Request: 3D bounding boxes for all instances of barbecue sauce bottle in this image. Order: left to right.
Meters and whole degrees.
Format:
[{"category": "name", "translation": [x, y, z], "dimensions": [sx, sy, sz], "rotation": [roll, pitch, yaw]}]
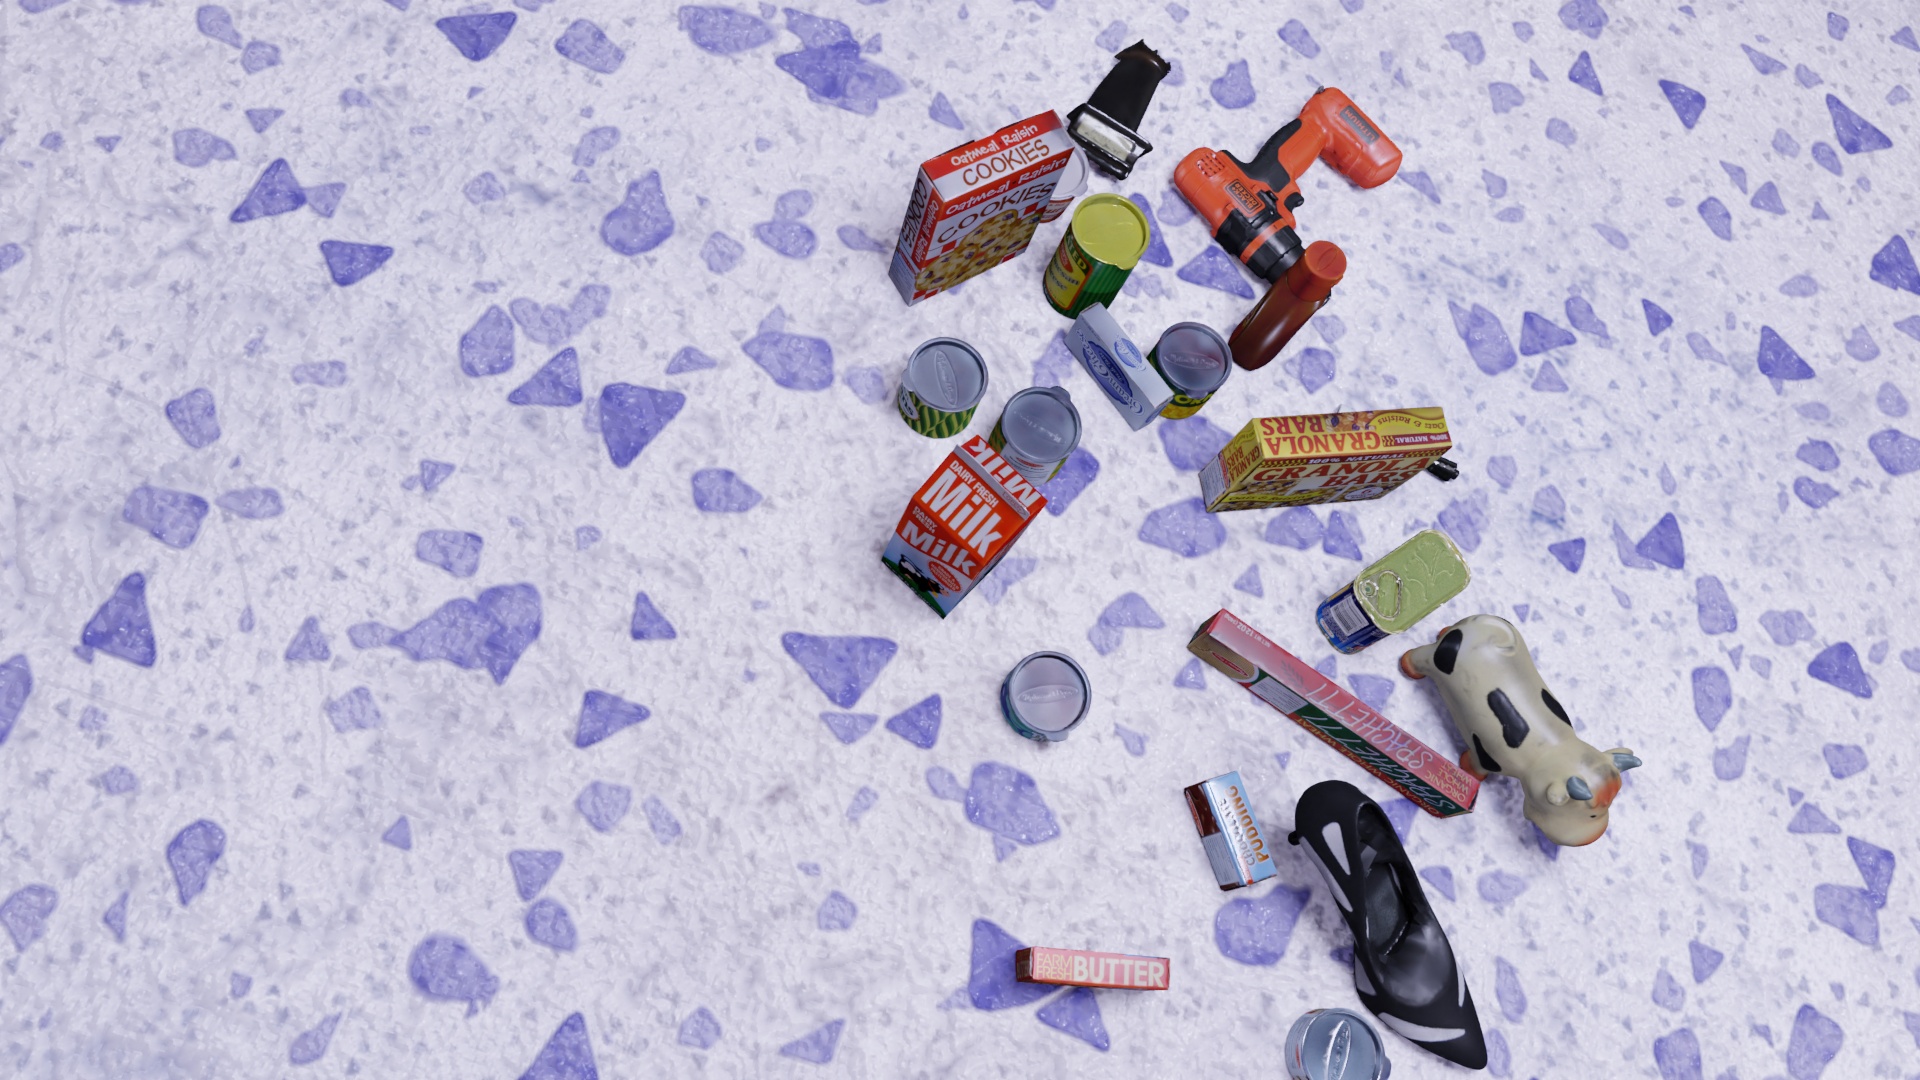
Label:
[{"category": "barbecue sauce bottle", "translation": [0.276, -0.199, 1.167], "dimensions": [0.044, 0.148, 0.065], "rotation": [42, 68, 4]}]

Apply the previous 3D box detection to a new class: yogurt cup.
[{"category": "yogurt cup", "translation": [0.073, -0.315, 1.216], "dimensions": [0.072, 0.053, 0.072], "rotation": [4, 70, -11]}]

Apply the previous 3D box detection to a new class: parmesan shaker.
[{"category": "parmesan shaker", "translation": [0.113, -0.234, 1.170], "dimensions": [0.071, 0.102, 0.071], "rotation": [4, 71, -11]}]

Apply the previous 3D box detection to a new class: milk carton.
[{"category": "milk carton", "translation": [0.004, -0.013, 1.021], "dimensions": [0.072, 0.190, 0.074], "rotation": [43, 69, 5]}]

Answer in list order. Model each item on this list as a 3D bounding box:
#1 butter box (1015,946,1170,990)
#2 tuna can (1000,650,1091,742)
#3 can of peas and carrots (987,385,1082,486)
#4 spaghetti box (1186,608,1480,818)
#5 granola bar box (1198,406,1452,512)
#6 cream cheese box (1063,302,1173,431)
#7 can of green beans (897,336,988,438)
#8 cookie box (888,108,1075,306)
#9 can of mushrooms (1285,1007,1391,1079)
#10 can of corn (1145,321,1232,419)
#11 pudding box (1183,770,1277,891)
[{"category": "butter box", "translation": [0.094, 0.309, 1.001], "dimensions": [0.103, 0.053, 0.024], "rotation": [7, 70, -9]}, {"category": "tuna can", "translation": [0.066, 0.123, 1.071], "dimensions": [0.071, 0.032, 0.071], "rotation": [4, 70, -11]}, {"category": "can of peas and carrots", "translation": [0.060, -0.085, 1.130], "dimensions": [0.071, 0.058, 0.071], "rotation": [4, 70, -11]}, {"category": "spaghetti box", "translation": [0.296, 0.139, 1.105], "dimensions": [0.250, 0.050, 0.029], "rotation": [34, 68, 1]}, {"category": "granola bar box", "translation": [0.296, -0.065, 1.137], "dimensions": [0.166, 0.123, 0.039], "rotation": [-5, 72, -13]}, {"category": "cream cheese box", "translation": [0.133, -0.145, 1.169], "dimensions": [0.024, 0.053, 0.104], "rotation": [-34, 81, -20]}, {"category": "can of green beans", "translation": [-0.015, -0.123, 1.128], "dimensions": [0.071, 0.057, 0.071], "rotation": [4, 70, -11]}, {"category": "cookie box", "translation": [0.013, -0.267, 1.126], "dimensions": [0.123, 0.166, 0.040], "rotation": [-28, 79, -19]}, {"category": "can of mushrooms", "translation": [0.278, 0.381, 1.025], "dimensions": [0.071, 0.033, 0.071], "rotation": [4, 70, -11]}, {"category": "can of corn", "translation": [0.189, -0.141, 1.177], "dimensions": [0.071, 0.058, 0.071], "rotation": [4, 70, -11]}, {"category": "pudding box", "translation": [0.204, 0.221, 1.057], "dimensions": [0.030, 0.049, 0.084], "rotation": [-15, 75, -16]}]
